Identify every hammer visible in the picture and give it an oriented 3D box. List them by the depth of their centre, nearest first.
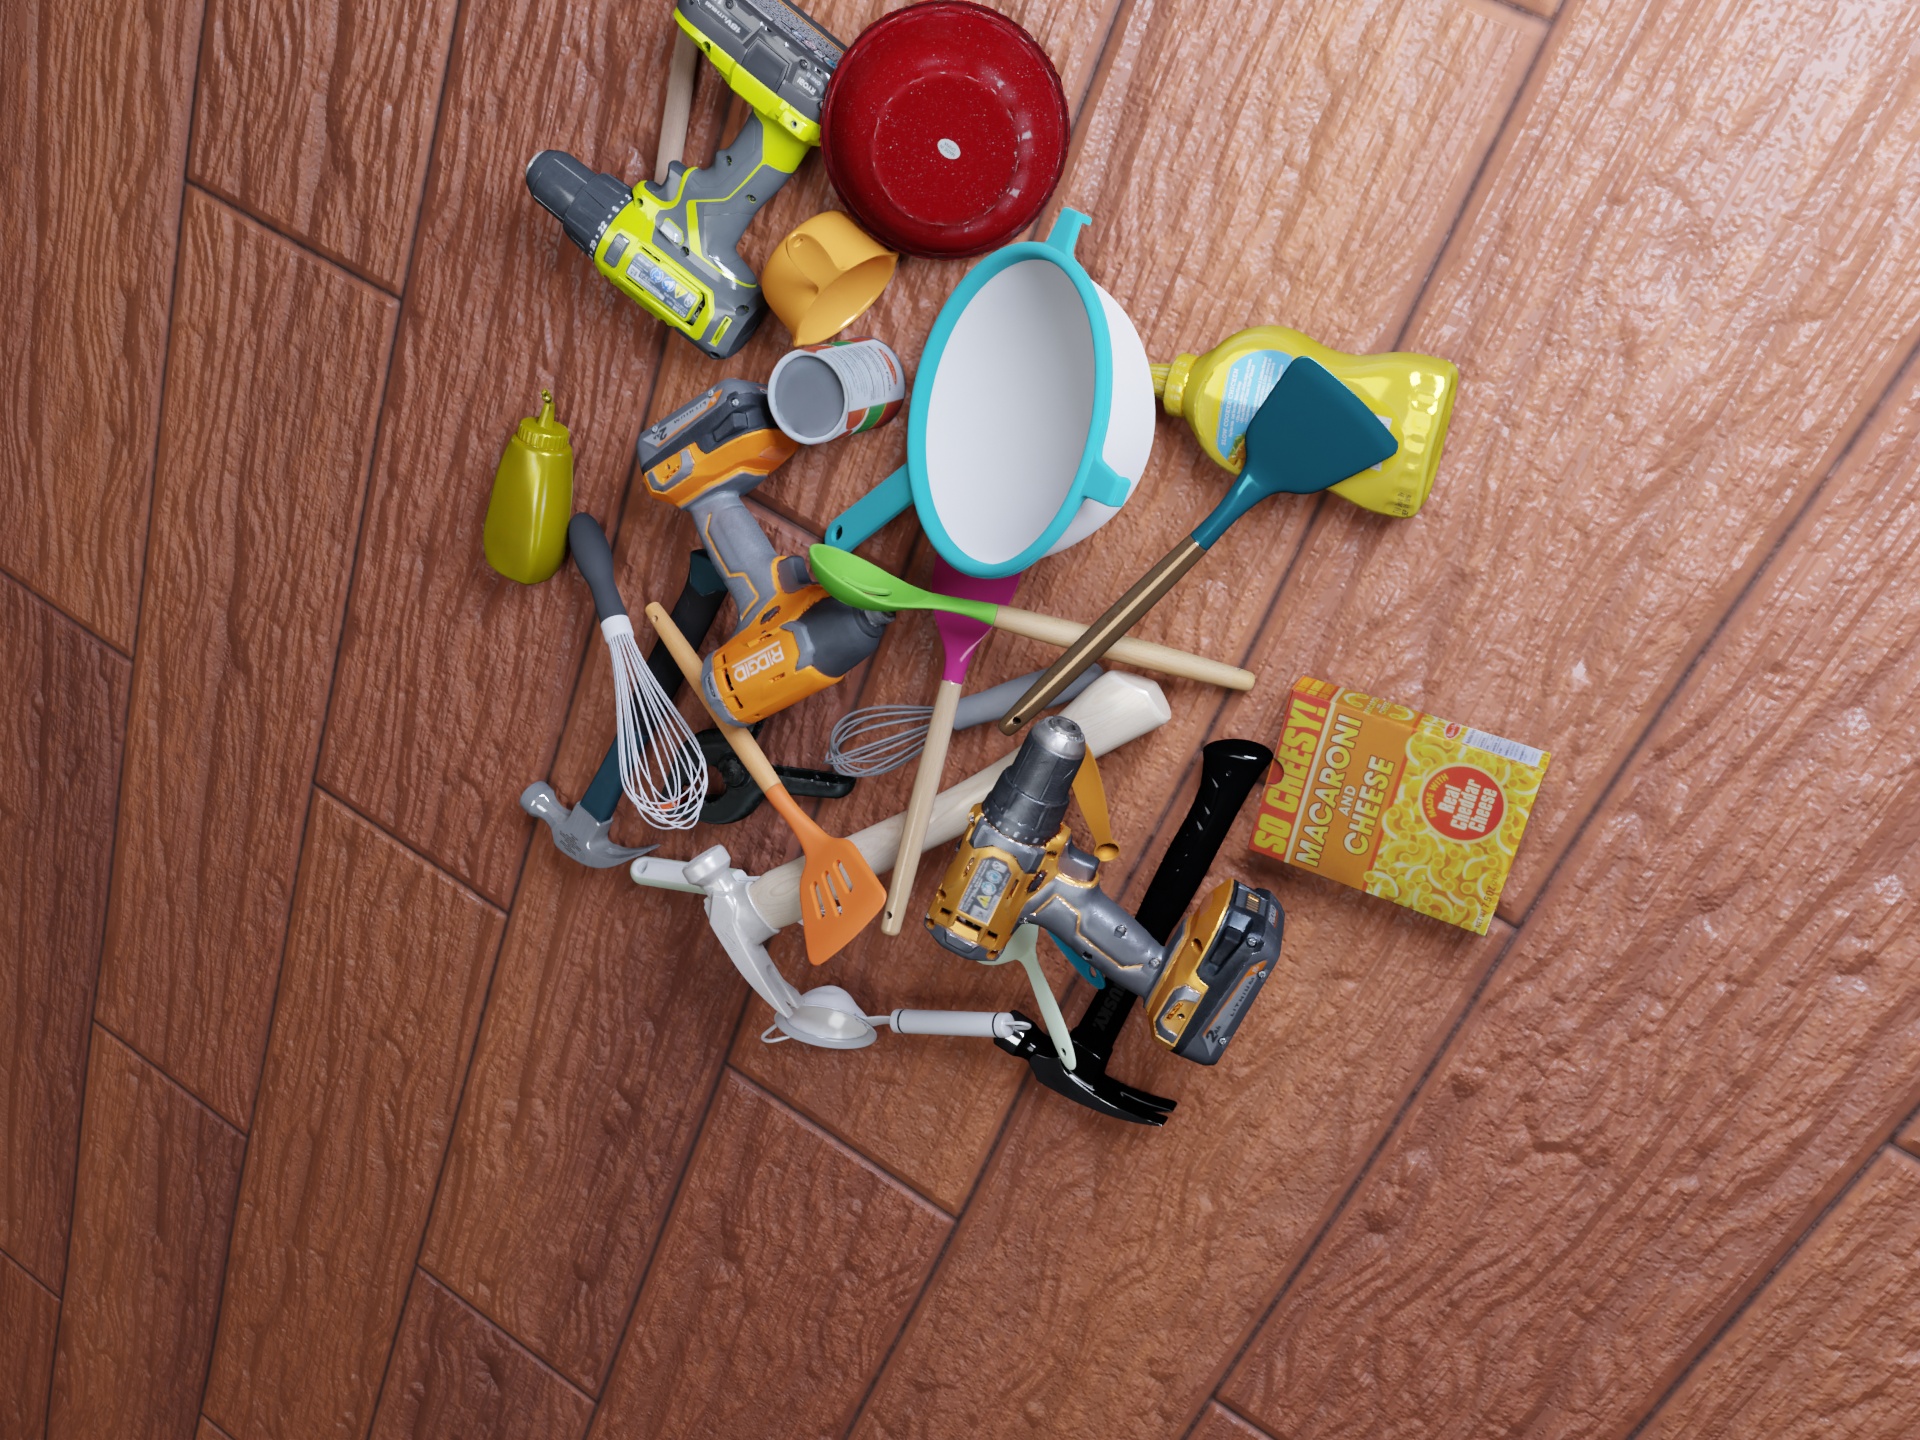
[{"bbox_3d":[0.145,0.154,1.164,0.146,0.035,0.334,31,119,15],"label":"hammer"},{"bbox_3d":[-0.020,0.085,1.179,0.410,0.038,0.146,-29,95,25],"label":"hammer"},{"bbox_3d":[-0.262,-0.008,1.313,0.128,0.033,0.331,41,120,15],"label":"hammer"}]

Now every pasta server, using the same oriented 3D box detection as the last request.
[{"bbox_3d":[-0.196,-0.465,1.114,0.060,0.040,0.316,20,117,8],"label":"pasta server"}]

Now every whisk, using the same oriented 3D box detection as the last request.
[{"bbox_3d":[-0.001,-0.003,1.179,0.239,0.055,0.055,-17,100,26],"label":"whisk"},{"bbox_3d":[-0.259,-0.043,1.247,0.070,0.070,0.285,-35,67,32],"label":"whisk"},{"bbox_3d":[-0.178,0.137,1.318,0.246,0.058,0.059,4,154,30],"label":"whisk"}]

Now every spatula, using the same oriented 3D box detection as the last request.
[{"bbox_3d":[0.131,-0.093,1.006,0.082,0.044,0.317,41,113,-9],"label":"spatula"},{"bbox_3d":[-0.157,0.032,1.190,0.081,0.041,0.323,-43,69,19],"label":"spatula"}]

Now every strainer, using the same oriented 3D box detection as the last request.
[{"bbox_3d":[0.024,-0.176,1.078,0.340,0.095,0.211,-27,66,53],"label":"strainer"},{"bbox_3d":[-0.053,0.240,1.279,0.258,0.050,0.086,-5,145,34],"label":"strainer"}]

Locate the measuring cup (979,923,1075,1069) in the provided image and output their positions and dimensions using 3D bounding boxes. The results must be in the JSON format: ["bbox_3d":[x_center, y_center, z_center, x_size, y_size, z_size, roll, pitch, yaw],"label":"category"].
[{"bbox_3d":[0.039,0.187,1.191,0.083,0.038,0.168,-48,60,52],"label":"measuring cup"}]

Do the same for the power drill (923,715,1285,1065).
[{"bbox_3d":[0.107,0.114,1.086,0.226,0.084,0.185,26,114,4],"label":"power drill"}]

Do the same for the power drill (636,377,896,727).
[{"bbox_3d":[-0.137,-0.127,1.150,0.164,0.084,0.226,-24,80,32],"label":"power drill"}]

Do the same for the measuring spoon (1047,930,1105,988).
[{"bbox_3d":[0.074,0.148,1.184,0.129,0.021,0.042,51,140,29],"label":"measuring spoon"}]

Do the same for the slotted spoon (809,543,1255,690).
[{"bbox_3d":[0.048,-0.063,1.071,0.313,0.070,0.031,14,112,-5],"label":"slotted spoon"}]

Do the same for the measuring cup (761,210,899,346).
[{"bbox_3d":[-0.101,-0.307,1.048,0.095,0.173,0.052,-40,83,7],"label":"measuring cup"}]

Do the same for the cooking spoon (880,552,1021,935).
[{"bbox_3d":[-0.013,-0.002,1.133,0.069,0.017,0.319,14,90,25],"label":"cooking spoon"}]

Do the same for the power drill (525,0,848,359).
[{"bbox_3d":[-0.184,-0.390,1.097,0.190,0.080,0.228,38,122,-4],"label":"power drill"}]

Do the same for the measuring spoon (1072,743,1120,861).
[{"bbox_3d":[0.092,0.054,1.119,0.021,0.011,0.116,-15,125,5],"label":"measuring spoon"}]
